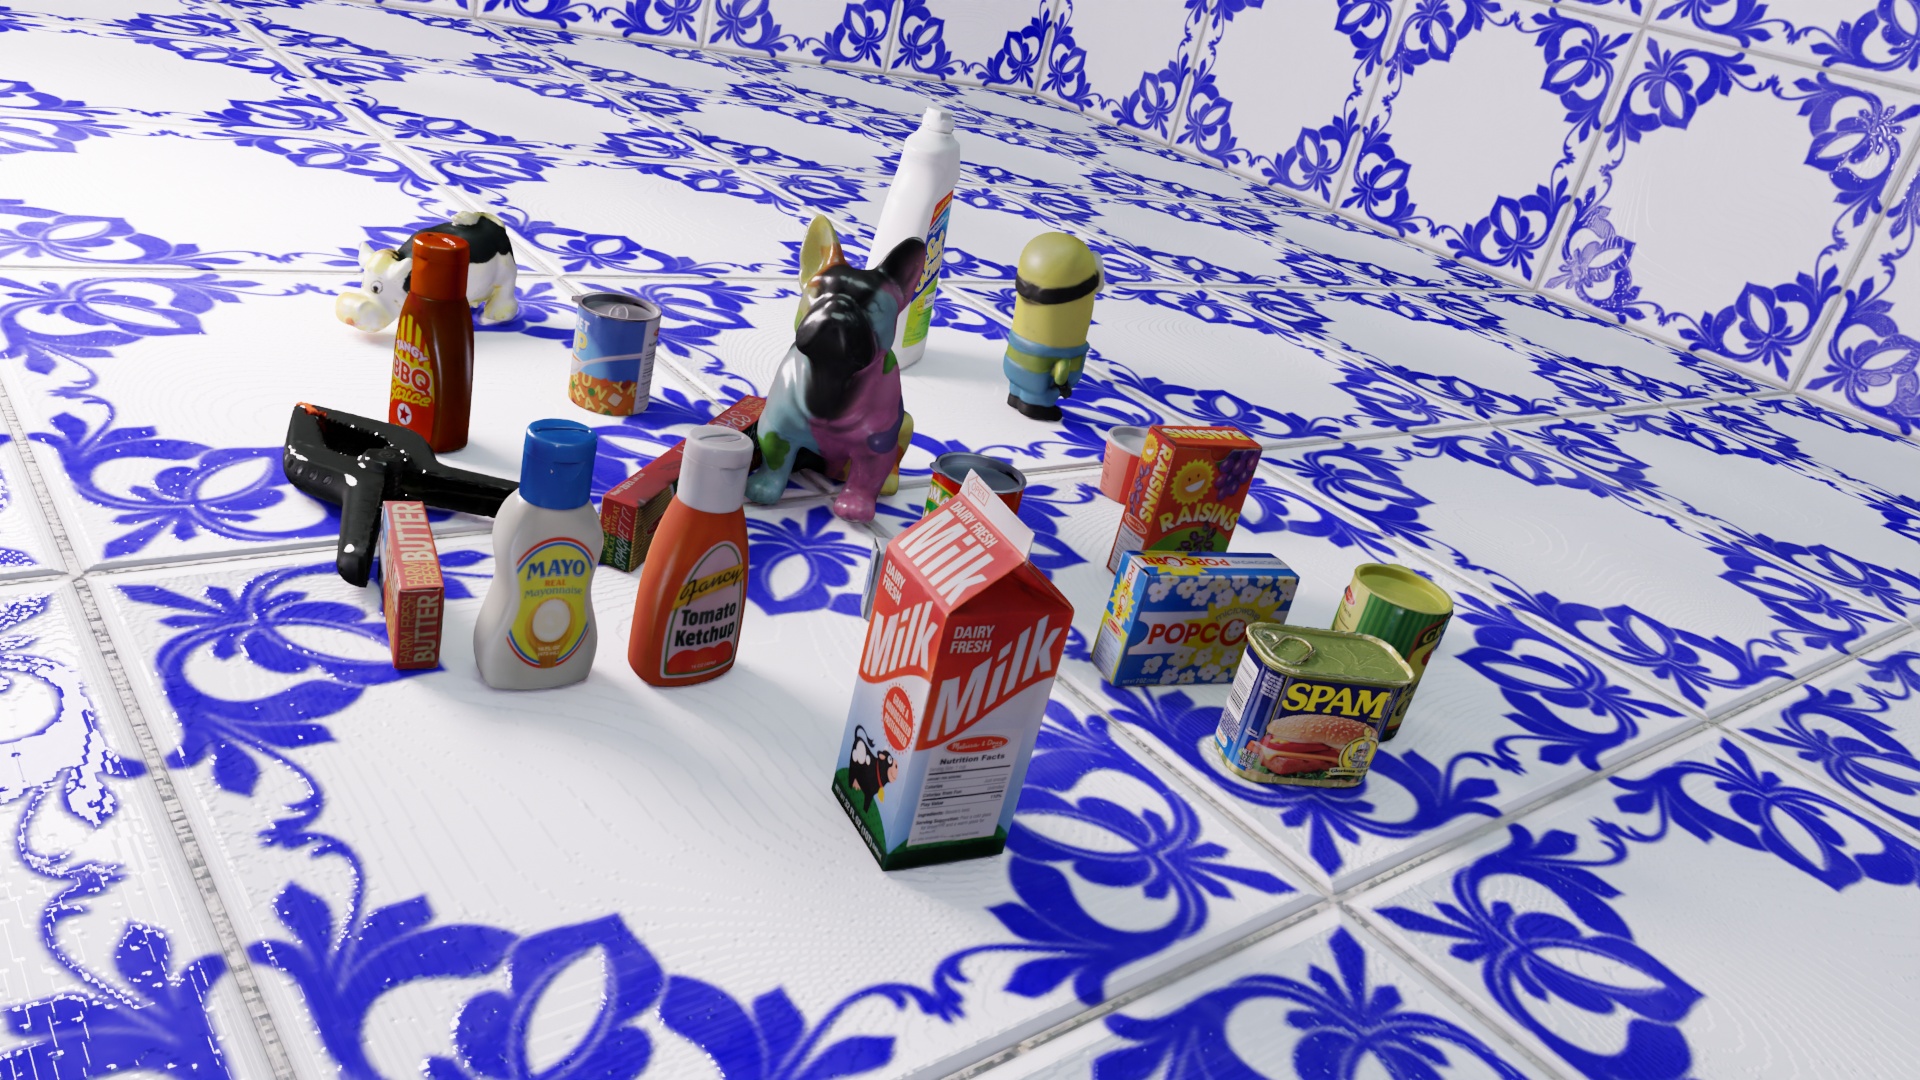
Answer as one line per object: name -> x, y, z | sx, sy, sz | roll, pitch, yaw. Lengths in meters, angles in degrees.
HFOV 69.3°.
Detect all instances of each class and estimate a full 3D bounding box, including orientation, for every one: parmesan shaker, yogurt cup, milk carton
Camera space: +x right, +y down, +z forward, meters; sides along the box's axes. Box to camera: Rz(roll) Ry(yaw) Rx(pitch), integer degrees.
parmesan shaker -> 0.279, 0.074, 0.932 | 0.071, 0.102, 0.071 | 12, 24, -5
yogurt cup -> 0.155, -0.063, 1.214 | 0.072, 0.053, 0.073 | 12, 24, -5
milk carton -> -0.002, 0.065, 0.694 | 0.073, 0.189, 0.072 | 0, 28, -30

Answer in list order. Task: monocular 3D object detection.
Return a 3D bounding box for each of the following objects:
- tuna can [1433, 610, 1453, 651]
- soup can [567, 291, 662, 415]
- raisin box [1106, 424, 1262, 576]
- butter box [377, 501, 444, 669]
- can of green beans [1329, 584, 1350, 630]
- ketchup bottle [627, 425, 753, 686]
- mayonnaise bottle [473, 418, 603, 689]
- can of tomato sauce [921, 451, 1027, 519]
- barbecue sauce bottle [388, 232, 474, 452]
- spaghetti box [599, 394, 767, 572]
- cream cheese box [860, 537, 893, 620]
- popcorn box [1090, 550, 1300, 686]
tuna can -> 0.347, 0.059, 1.086 | 0.071, 0.032, 0.071 | 12, 25, -5
soup can -> -0.284, -0.152, 1.129 | 0.071, 0.083, 0.071 | 12, 24, -5
raisin box -> 0.170, -0.025, 1.059 | 0.086, 0.122, 0.040 | 0, 28, -30
butter box -> -0.309, 0.024, 0.778 | 0.024, 0.053, 0.104 | 1, 28, -28
can of green beans -> 0.300, 0.071, 1.004 | 0.071, 0.057, 0.071 | 12, 24, -5
ketchup bottle -> -0.147, 0.009, 0.783 | 0.065, 0.148, 0.043 | -10, 34, -42
mayonnaise bottle -> -0.222, 0.009, 0.743 | 0.065, 0.147, 0.041 | -2, 29, -33
can of tomato sauce -> 0.004, -0.012, 0.989 | 0.071, 0.082, 0.071 | 12, 24, -5
barbecue sauce bottle -> -0.370, -0.140, 0.977 | 0.065, 0.147, 0.044 | 28, 27, 27
spaghetti box -> -0.189, -0.048, 0.999 | 0.029, 0.050, 0.251 | 18, 25, 8
cream cheese box -> -0.011, 0.031, 0.924 | 0.104, 0.053, 0.024 | 8, 25, -15
popcorn box -> 0.158, 0.052, 0.934 | 0.127, 0.084, 0.038 | 1, 27, -27
